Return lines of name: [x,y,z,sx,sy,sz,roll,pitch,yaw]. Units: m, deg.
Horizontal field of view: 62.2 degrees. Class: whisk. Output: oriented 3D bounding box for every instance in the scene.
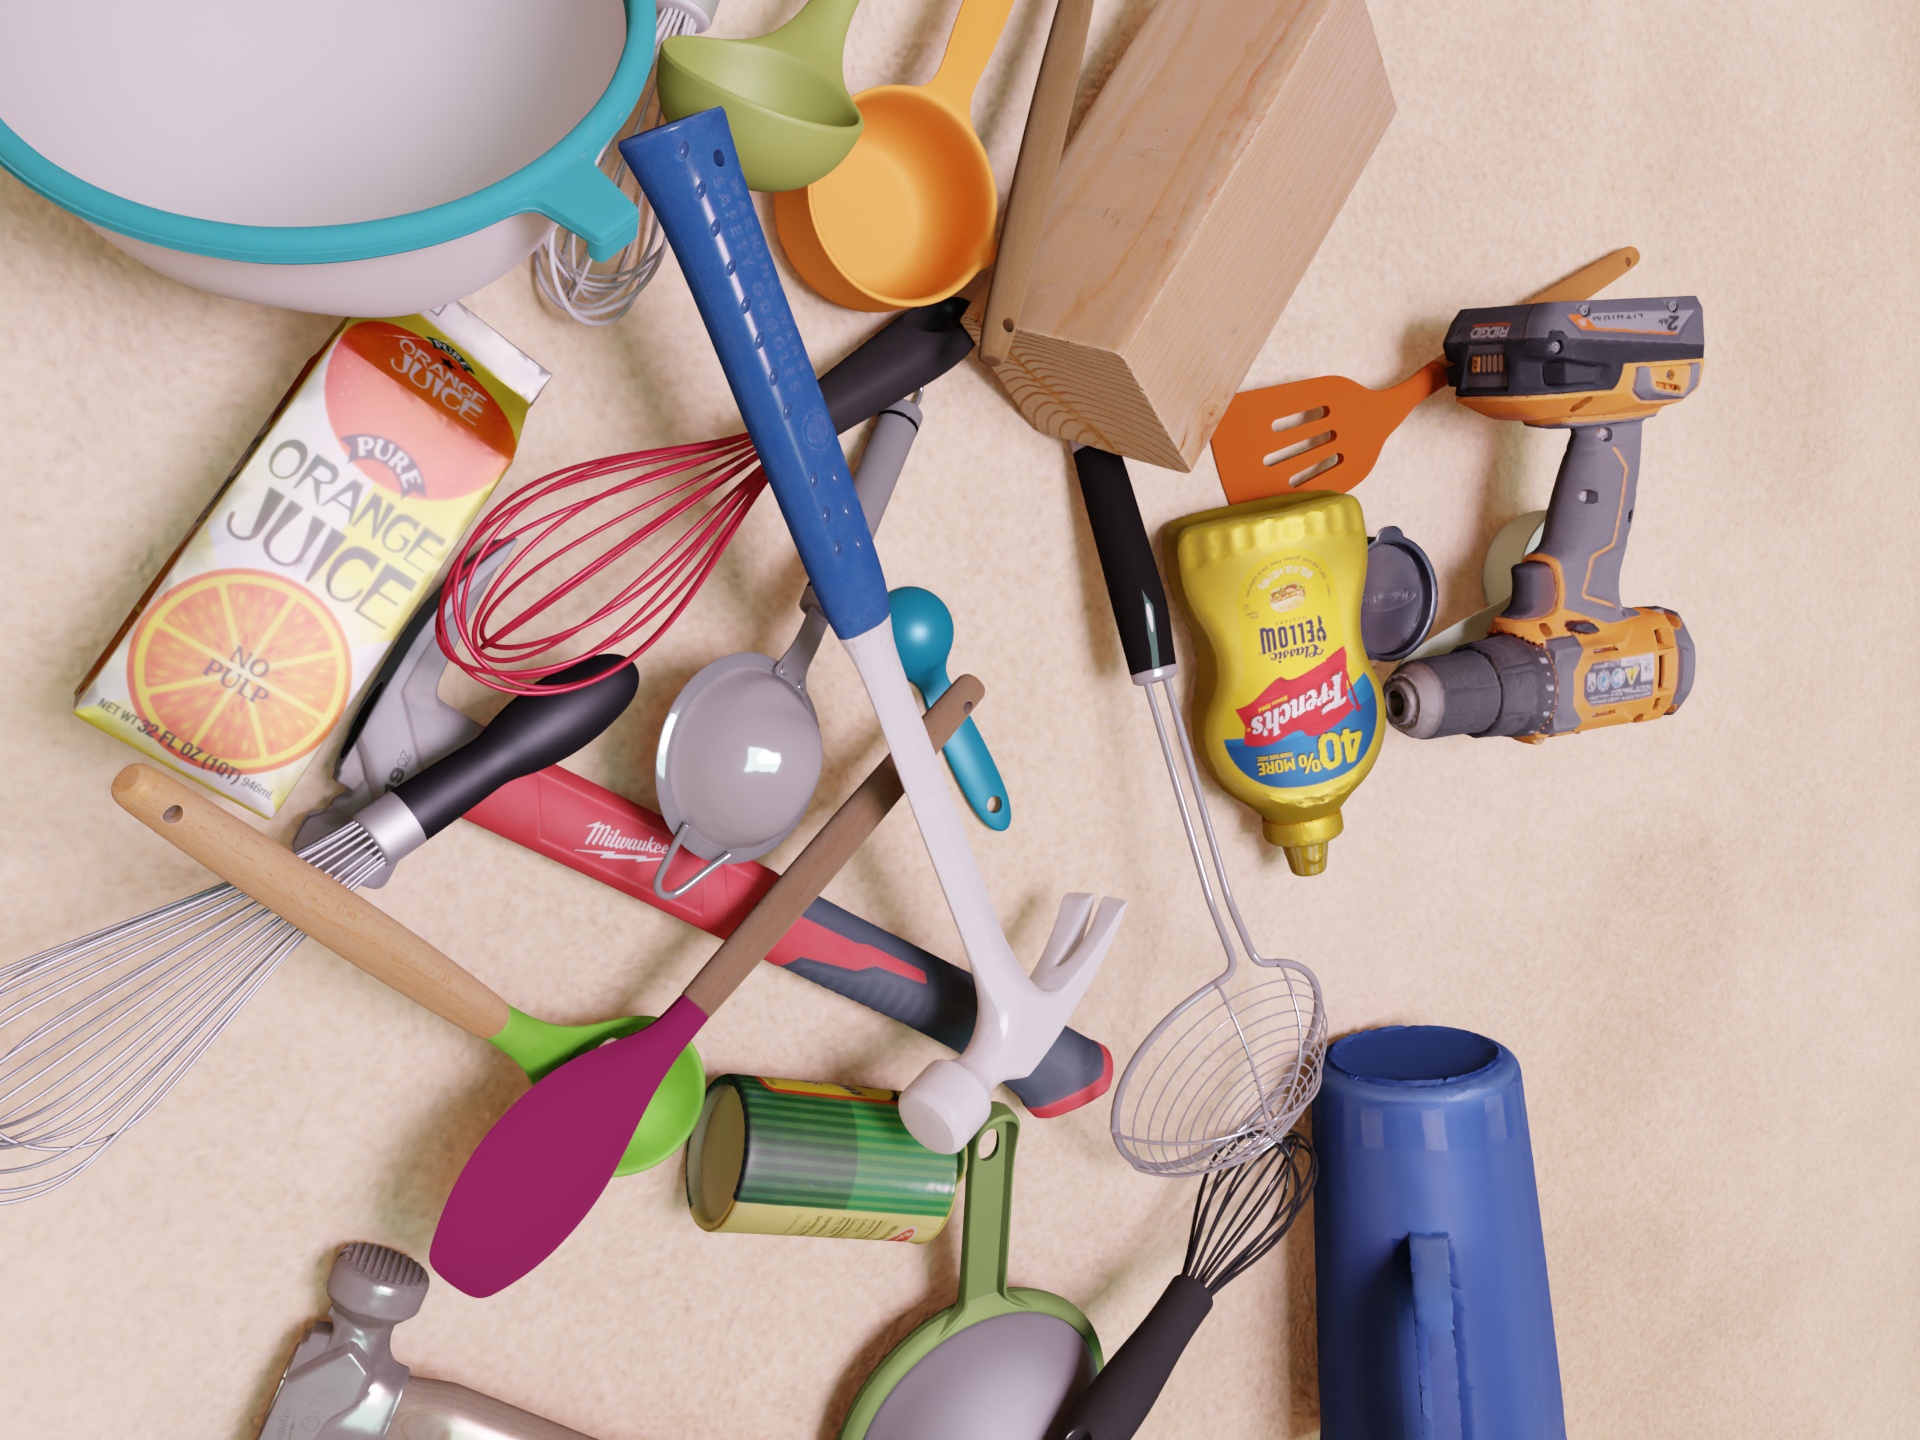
whisk: [-0.084,-0.103,0.628,0.296,0.073,0.073,-42,115,-35]
whisk: [-0.112,-0.271,0.627,0.059,0.058,0.246,32,74,-64]
whisk: [-0.225,0.055,0.546,0.284,0.070,0.070,-39,113,-29]
whisk: [0.109,0.277,0.771,0.239,0.055,0.055,-39,115,-44]

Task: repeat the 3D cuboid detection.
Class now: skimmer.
skimmer: [0.093,0.042,0.770,0.127,0.090,0.363,-14,88,-28]

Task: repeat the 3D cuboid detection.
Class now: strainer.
strainer: [-0.059,-0.042,0.659,0.086,0.050,0.259,43,58,-44]
strainer: [-0.269,-0.199,0.515,0.340,0.095,0.211,-4,63,-10]
strainer: [0.022,0.299,0.727,0.151,0.069,0.256,-8,112,-28]

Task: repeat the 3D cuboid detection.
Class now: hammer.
hammer: [-0.073,0.072,0.690,0.386,0.038,0.143,31,79,-29]
hammer: [-0.031,-0.031,0.621,0.144,0.035,0.405,-41,121,-40]
hammer: [-0.086,0.351,0.657,0.410,0.038,0.146,24,85,-14]

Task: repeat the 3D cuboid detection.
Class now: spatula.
spatula: [0.265,-0.196,0.861,0.322,0.041,0.081,-32,111,-27]

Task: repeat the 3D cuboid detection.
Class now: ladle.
ladle: [0.048,-0.294,0.689,0.069,0.031,0.315,23,72,-32]
ladle: [-0.026,-0.334,0.633,0.078,0.062,0.320,25,69,-1]

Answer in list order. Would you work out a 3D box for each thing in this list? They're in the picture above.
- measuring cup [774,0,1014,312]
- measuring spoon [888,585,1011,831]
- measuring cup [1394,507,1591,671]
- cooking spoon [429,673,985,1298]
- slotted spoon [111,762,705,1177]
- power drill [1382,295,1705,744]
measuring cup: [-0.019,-0.255,0.675,0.095,0.052,0.174,26,81,-29]
measuring spoon: [-0.001,-0.002,0.730,0.042,0.021,0.128,-33,110,-22]
measuring cup: [0.293,-0.061,0.885,0.167,0.038,0.083,-29,107,-20]
cooking spoon: [-0.090,0.096,0.643,0.319,0.017,0.068,-50,135,-21]
slotted spoon: [-0.180,0.095,0.566,0.070,0.031,0.313,-52,145,-14]
power drill: [0.296,-0.098,0.819,0.185,0.084,0.226,-9,104,-24]
